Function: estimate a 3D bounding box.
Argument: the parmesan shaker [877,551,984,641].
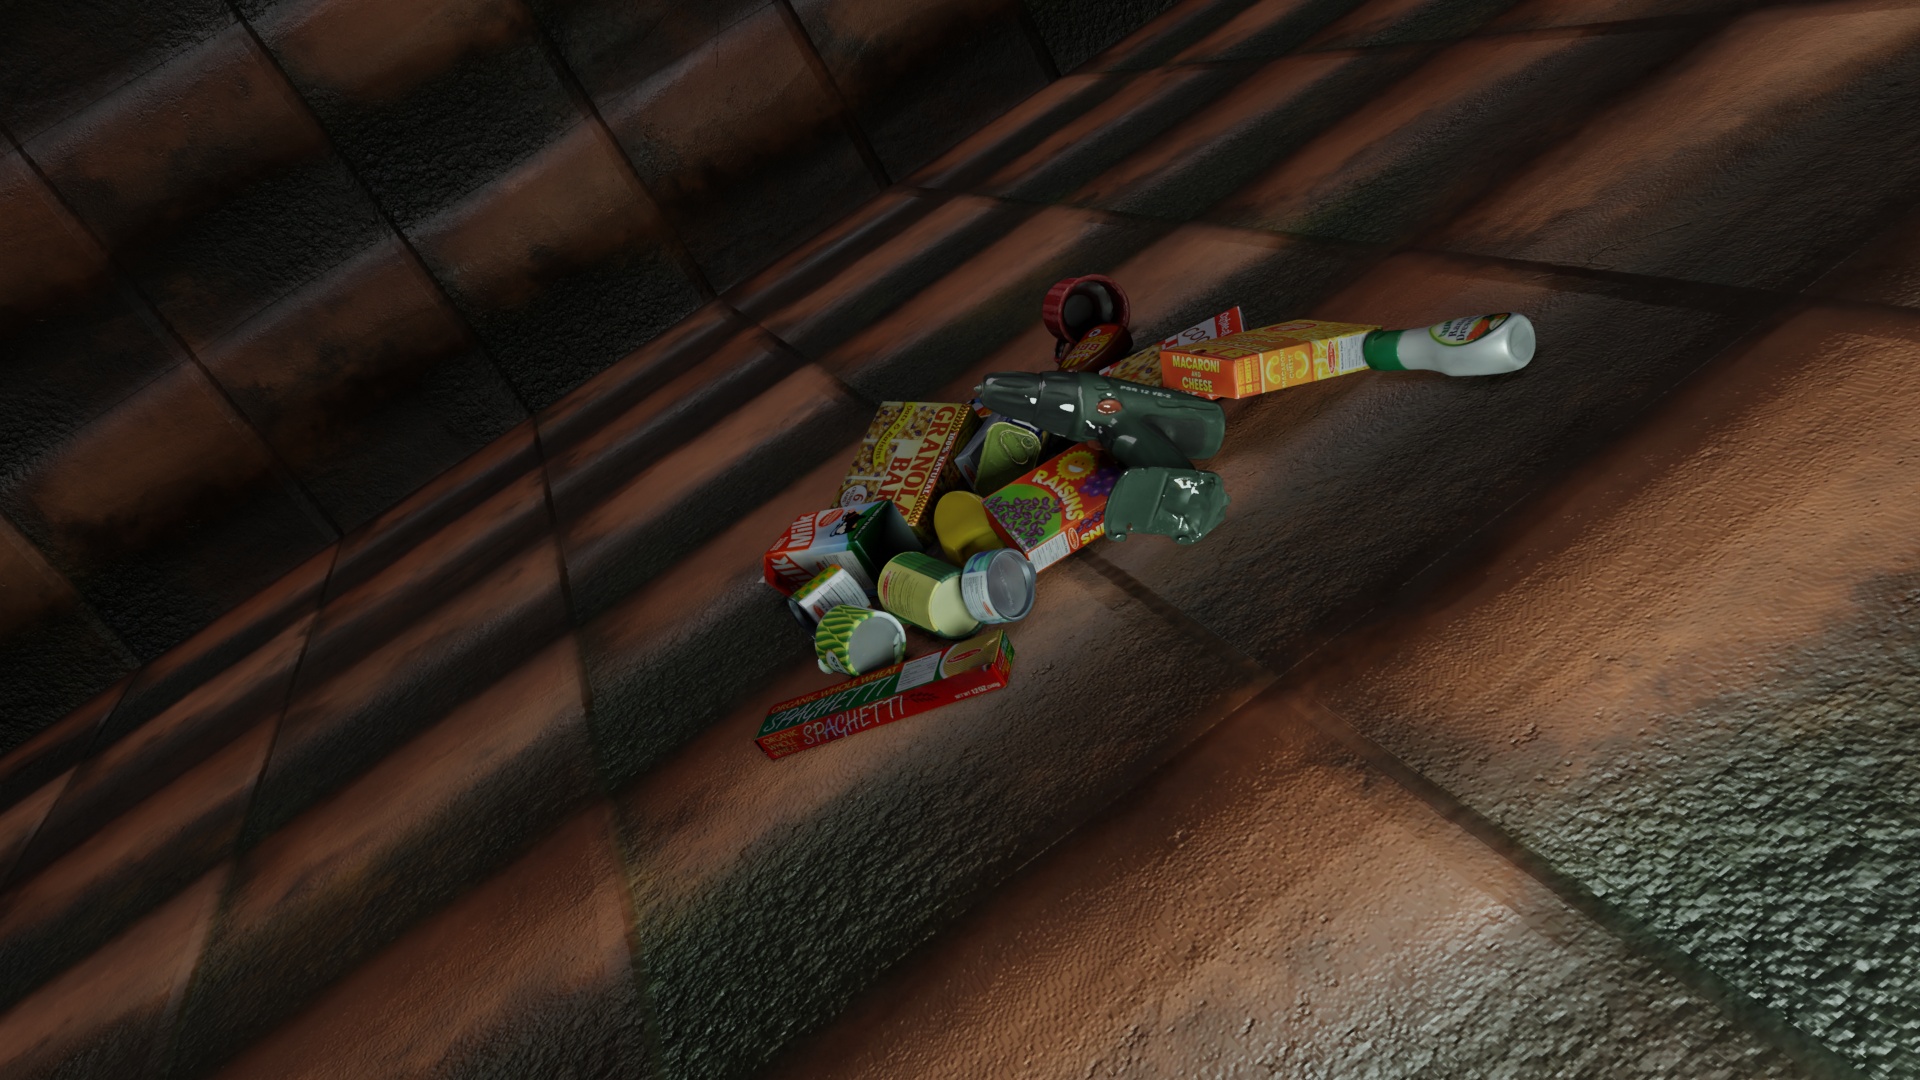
[{"bbox_3d":[-0.025,0.054,1.284,0.071,0.071,0.103,-39,25,-18],"label":"parmesan shaker"}]

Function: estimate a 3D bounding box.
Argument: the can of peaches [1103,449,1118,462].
[{"bbox_3d":[0.166,-0.116,1.380,0.058,0.071,0.071,-13,29,38],"label":"can of peaches"}]

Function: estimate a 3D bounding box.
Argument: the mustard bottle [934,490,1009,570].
[{"bbox_3d":[0.005,-0.018,1.406,0.065,0.048,0.161,-32,23,1],"label":"mustard bottle"}]

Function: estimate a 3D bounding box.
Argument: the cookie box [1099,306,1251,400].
[{"bbox_3d":[0.228,-0.174,1.460,0.167,0.040,0.123,-24,24,19],"label":"cookie box"}]

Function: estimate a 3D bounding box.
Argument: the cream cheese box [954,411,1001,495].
[{"bbox_3d":[0.037,-0.099,1.523,0.024,0.053,0.104,-12,30,41],"label":"cream cheese box"}]

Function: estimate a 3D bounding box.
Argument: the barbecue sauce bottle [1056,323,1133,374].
[{"bbox_3d":[0.140,-0.194,1.599,0.065,0.043,0.149,-5,35,45],"label":"barbecue sauce bottle"}]

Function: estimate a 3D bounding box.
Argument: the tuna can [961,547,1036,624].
[{"bbox_3d":[0.035,0.040,1.235,0.032,0.071,0.071,-10,31,42],"label":"tuna can"}]

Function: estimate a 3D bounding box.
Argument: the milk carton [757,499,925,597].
[{"bbox_3d":[-0.138,0.015,1.481,0.190,0.073,0.073,-8,33,43],"label":"milk carton"}]

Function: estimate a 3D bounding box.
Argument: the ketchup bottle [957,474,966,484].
[{"bbox_3d":[-0.042,-0.070,1.572,0.149,0.043,0.065,-30,31,5],"label":"ketchup bottle"}]

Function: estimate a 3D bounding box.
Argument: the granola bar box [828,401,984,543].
[{"bbox_3d":[-0.060,-0.076,1.527,0.124,0.039,0.166,5,58,33],"label":"granola bar box"}]

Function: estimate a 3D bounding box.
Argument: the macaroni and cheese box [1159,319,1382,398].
[{"bbox_3d":[0.291,-0.173,1.305,0.167,0.040,0.124,-14,16,-22],"label":"macaroni and cheese box"}]

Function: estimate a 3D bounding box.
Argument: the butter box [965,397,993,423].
[{"bbox_3d":[0.039,-0.153,1.664,0.103,0.024,0.053,-7,34,44],"label":"butter box"}]

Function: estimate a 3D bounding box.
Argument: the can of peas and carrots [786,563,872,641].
[{"bbox_3d":[-0.130,0.066,1.383,0.059,0.070,0.071,-39,24,-19],"label":"can of peas and carrots"}]

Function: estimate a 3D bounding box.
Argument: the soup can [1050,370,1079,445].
[{"bbox_3d":[0.098,-0.140,1.512,0.083,0.071,0.072,-21,25,24],"label":"soup can"}]

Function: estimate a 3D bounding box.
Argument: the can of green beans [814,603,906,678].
[{"bbox_3d":[-0.092,0.094,1.278,0.071,0.071,0.058,-42,26,-23],"label":"can of green beans"}]

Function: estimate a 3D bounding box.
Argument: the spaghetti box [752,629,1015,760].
[{"bbox_3d":[-0.069,0.136,1.214,0.249,0.028,0.050,-20,26,23],"label":"spaghetti box"}]

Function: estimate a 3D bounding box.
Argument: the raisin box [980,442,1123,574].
[{"bbox_3d":[0.094,-0.033,1.294,0.123,0.040,0.086,-30,47,-9],"label":"raisin box"}]

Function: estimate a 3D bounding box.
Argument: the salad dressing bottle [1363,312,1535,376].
[{"bbox_3d":[0.422,-0.169,1.210,0.064,0.044,0.147,-42,25,-27],"label":"salad dressing bottle"}]
